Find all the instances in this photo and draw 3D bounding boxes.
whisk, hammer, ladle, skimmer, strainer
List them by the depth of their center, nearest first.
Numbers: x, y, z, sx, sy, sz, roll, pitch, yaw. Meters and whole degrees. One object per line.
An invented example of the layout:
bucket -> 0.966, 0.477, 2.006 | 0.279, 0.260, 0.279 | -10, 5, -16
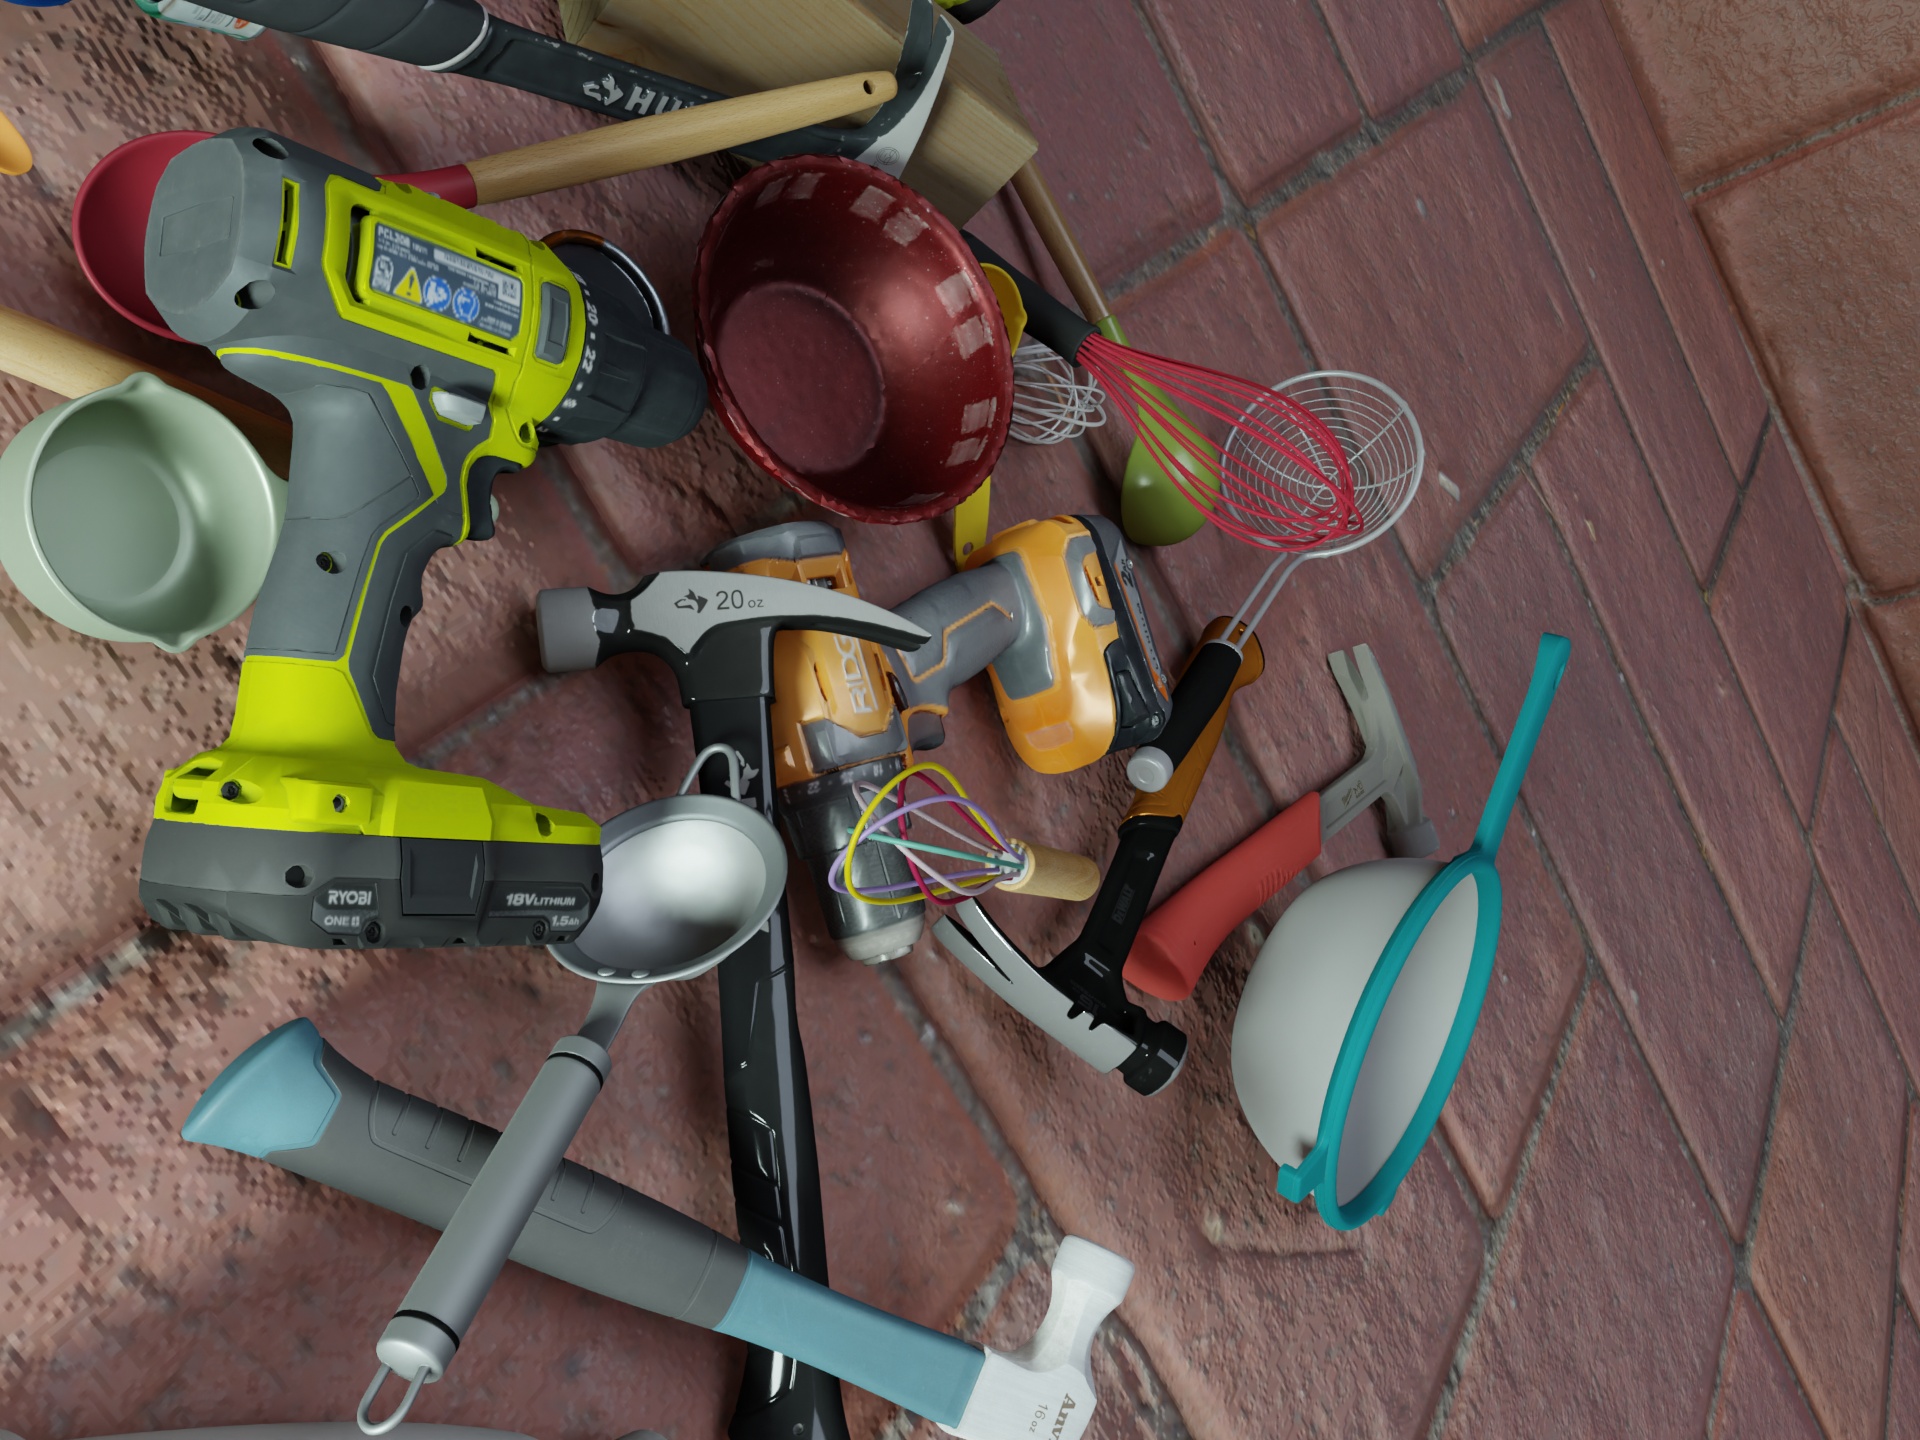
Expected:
strainer -> -0.116, 0.103, 0.496 | 0.259, 0.087, 0.050 | -67, 154, -51
hammer -> -0.089, 0.183, 0.530 | 0.330, 0.033, 0.128 | 32, 71, -23
hammer -> -0.163, -0.245, 0.574 | 0.408, 0.149, 0.036 | -3, 53, -49
ladle -> -0.155, -0.203, 0.580 | 0.315, 0.031, 0.069 | -25, 109, -27
hammer -> -0.070, 0.109, 0.596 | 0.146, 0.035, 0.335 | -5, 84, -13
whisk -> 0.015, 0.052, 0.621 | 0.244, 0.051, 0.047 | 23, 66, -67
whisk -> 0.078, -0.176, 0.797 | 0.296, 0.073, 0.073 | 39, 37, 17
whisk -> -0.010, -0.175, 0.809 | 0.246, 0.057, 0.059 | -3, 43, -46
hammer -> 0.099, 0.038, 0.836 | 0.127, 0.034, 0.337 | 37, 41, -4
strainer -> 0.233, 0.100, 0.869 | 0.210, 0.095, 0.340 | 33, 78, -57
skimmer -> 0.170, -0.093, 0.911 | 0.363, 0.127, 0.090 | -50, 146, -47
ladle -> 0.062, -0.250, 0.926 | 0.078, 0.062, 0.320 | -29, 91, -48
hammer -> 0.191, 0.065, 0.947 | 0.359, 0.037, 0.149 | -25, 95, -51

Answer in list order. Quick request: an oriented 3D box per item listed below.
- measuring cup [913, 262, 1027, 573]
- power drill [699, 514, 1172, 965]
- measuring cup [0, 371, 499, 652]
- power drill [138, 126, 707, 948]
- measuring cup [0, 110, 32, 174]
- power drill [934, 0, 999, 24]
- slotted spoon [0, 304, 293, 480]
measuring cup -> -0.001, -0.147, 0.783 | 0.062, 0.029, 0.156 | -19, 124, -37
power drill -> -0.001, -0.002, 0.721 | 0.226, 0.084, 0.185 | -13, 85, -46
measuring cup -> -0.226, -0.066, 0.516 | 0.167, 0.038, 0.083 | -13, 99, -56
power drill -> -0.162, -0.047, 0.506 | 0.190, 0.080, 0.228 | 10, 83, -55
measuring cup -> -0.341, -0.206, 0.431 | 0.173, 0.052, 0.095 | 44, 46, -33
power drill -> -0.056, -0.412, 0.731 | 0.171, 0.080, 0.223 | 34, 15, 8
slotted spoon -> -0.291, -0.119, 0.473 | 0.313, 0.031, 0.070 | 23, 65, -44
